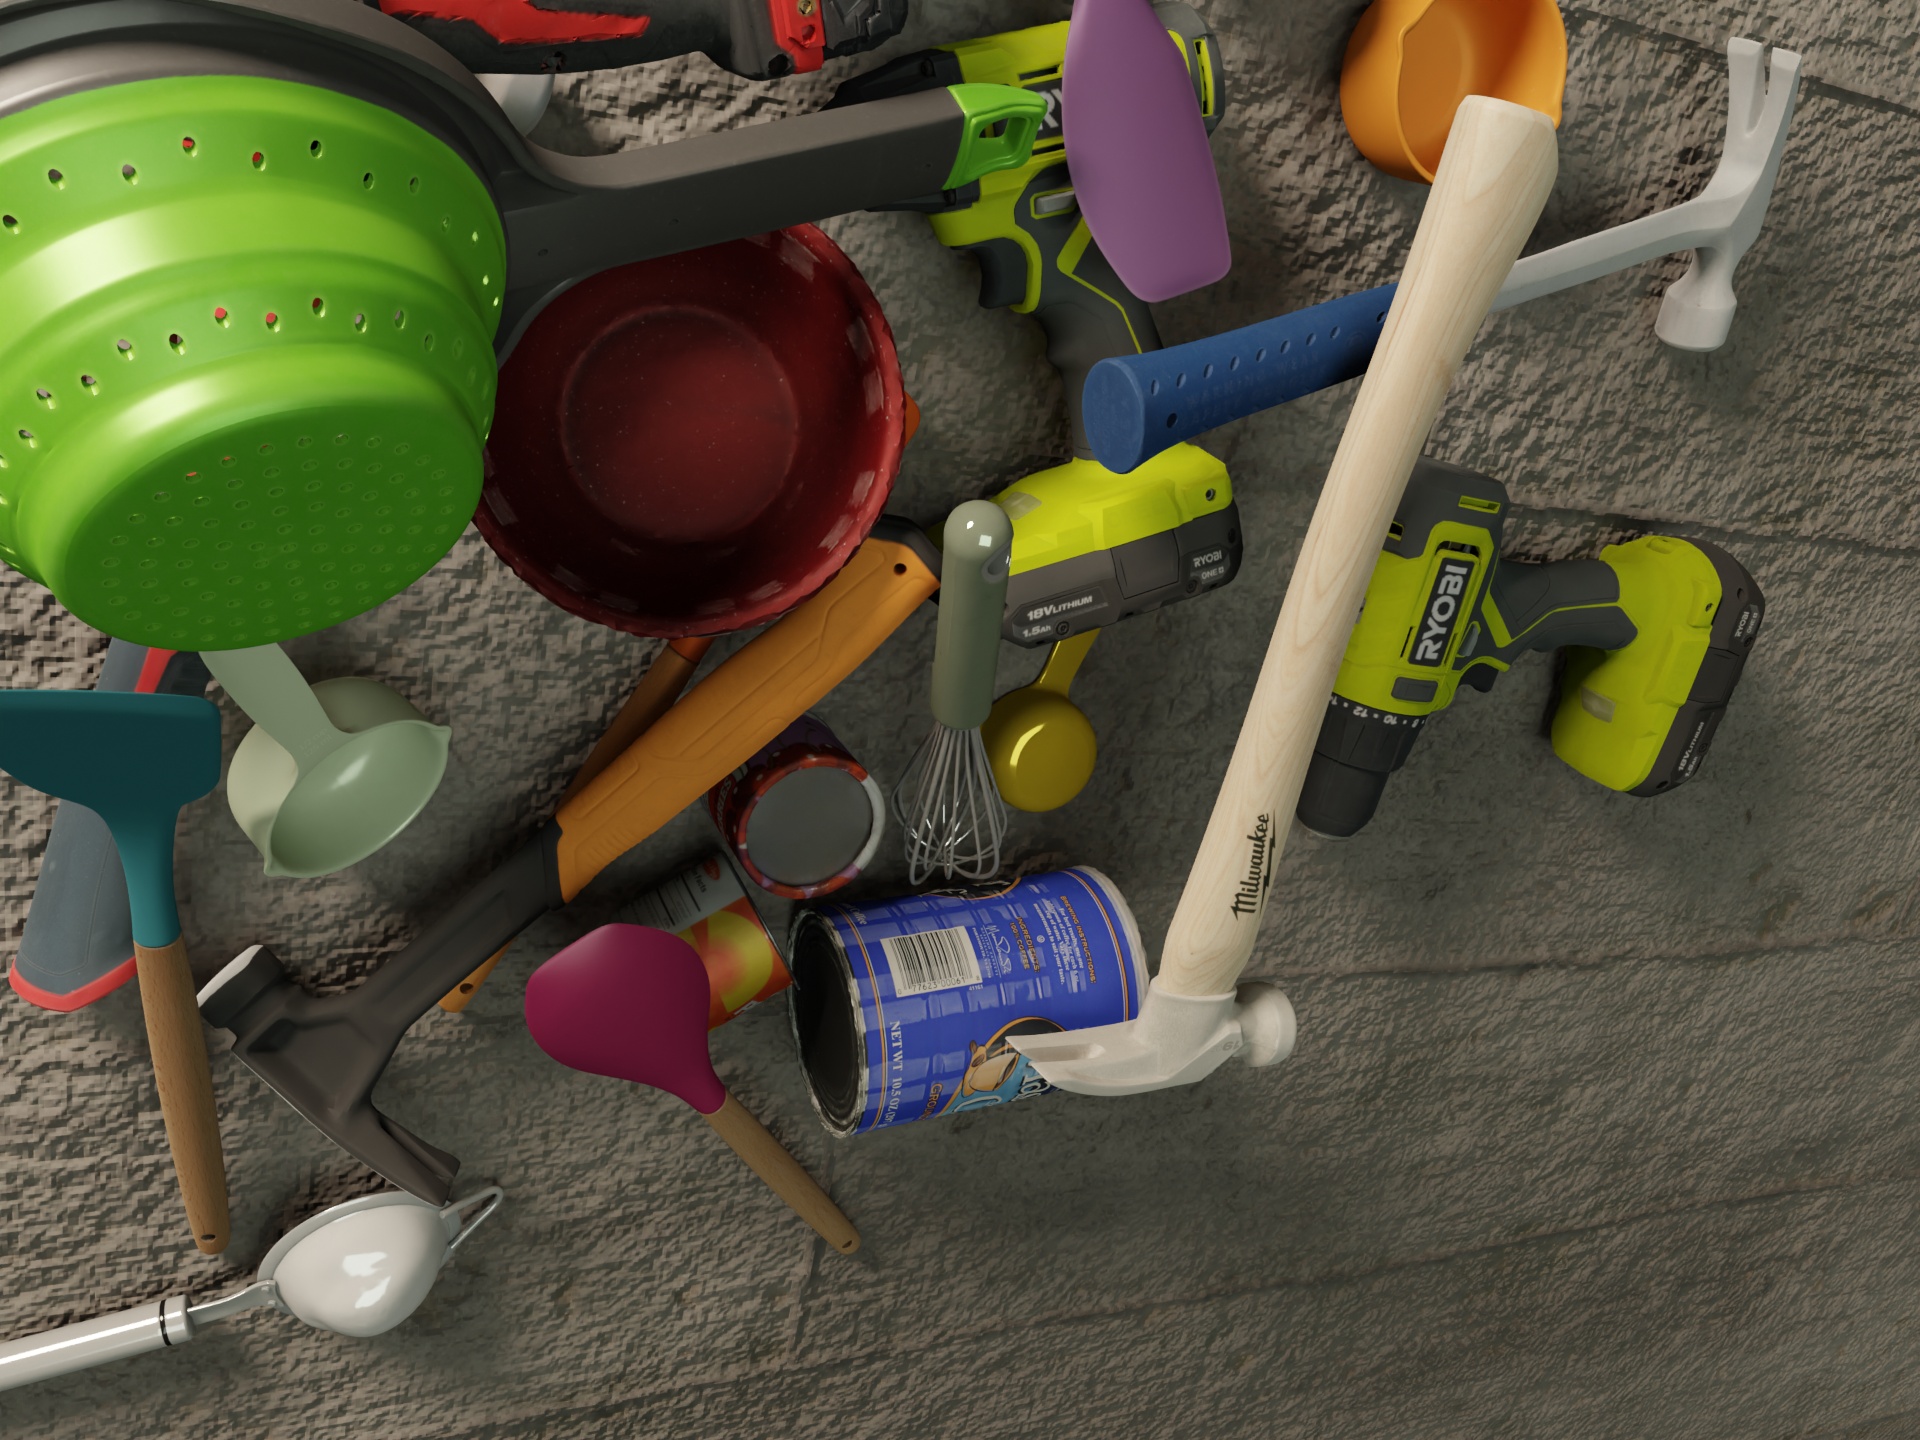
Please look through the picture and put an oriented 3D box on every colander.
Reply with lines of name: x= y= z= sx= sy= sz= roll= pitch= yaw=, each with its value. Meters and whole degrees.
colander: x=-0.126 y=-0.111 z=0.459 sx=0.397 sy=0.095 sz=0.204 roll=-21 pitch=161 yaw=-24

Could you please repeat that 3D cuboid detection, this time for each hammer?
hammer: x=0.217 y=-0.183 z=0.664 sx=0.405 sy=0.035 sz=0.144 roll=-23 pitch=134 yaw=-29
hammer: x=-0.134 y=0.046 z=0.620 sx=0.337 sy=0.034 sz=0.127 roll=-41 pitch=104 yaw=6
hammer: x=-0.269 y=-0.071 z=0.535 sx=0.143 sy=0.038 sz=0.386 roll=12 pitch=109 yaw=-43
hammer: x=0.133 y=-0.034 z=0.628 sx=0.146 sy=0.038 sz=0.410 roll=2 pitch=113 yaw=-38

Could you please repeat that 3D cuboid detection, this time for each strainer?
strainer: x=-0.322 y=0.254 z=0.673 sx=0.258 sy=0.050 sz=0.086 roll=-11 pitch=134 yaw=-17

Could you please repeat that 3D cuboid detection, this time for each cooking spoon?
cooking spoon: x=-0.100 y=0.177 z=0.700 sx=0.069 sy=0.017 sz=0.318 roll=-34 pitch=141 yaw=-8

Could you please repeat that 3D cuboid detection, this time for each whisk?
whisk: x=-0.001 y=-0.002 z=0.641 sx=0.058 sy=0.059 sz=0.246 roll=-44 pitch=159 yaw=-28

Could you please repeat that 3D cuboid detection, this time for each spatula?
spatula: x=0.036 y=-0.303 z=0.551 sx=0.060 sy=0.018 sz=0.315 roll=-22 pitch=106 yaw=-19
spatula: x=-0.292 y=0.104 z=0.576 sx=0.082 sy=0.044 sz=0.317 roll=1 pitch=127 yaw=-14
spatula: x=-0.128 y=-0.012 z=0.653 sx=0.081 sy=0.041 sz=0.322 roll=29 pitch=102 yaw=-33

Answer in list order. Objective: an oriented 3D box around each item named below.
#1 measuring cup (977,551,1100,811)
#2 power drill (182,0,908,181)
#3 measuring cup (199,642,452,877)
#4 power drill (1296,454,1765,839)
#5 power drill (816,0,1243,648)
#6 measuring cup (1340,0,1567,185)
measuring cup: x=0.057 y=-0.029 z=0.727 sx=0.062 sy=0.029 sz=0.156 roll=18 pitch=103 yaw=-31
power drill: x=-0.132 y=-0.237 z=0.456 sx=0.219 sy=0.079 sz=0.143 roll=-25 pitch=133 yaw=-20
measuring cup: x=-0.234 y=-0.003 z=0.550 sx=0.083 sy=0.038 sz=0.167 roll=-42 pitch=159 yaw=-19
power drill: x=0.279 y=-0.025 z=0.809 sx=0.228 sy=0.080 sz=0.190 roll=5 pitch=110 yaw=-25
power drill: x=0.028 y=-0.151 z=0.629 sx=0.171 sy=0.080 sz=0.223 roll=-19 pitch=113 yaw=-18
measuring cup: x=0.218 y=-0.310 z=0.662 sx=0.095 sy=0.052 sz=0.173 roll=12 pitch=105 yaw=-30
